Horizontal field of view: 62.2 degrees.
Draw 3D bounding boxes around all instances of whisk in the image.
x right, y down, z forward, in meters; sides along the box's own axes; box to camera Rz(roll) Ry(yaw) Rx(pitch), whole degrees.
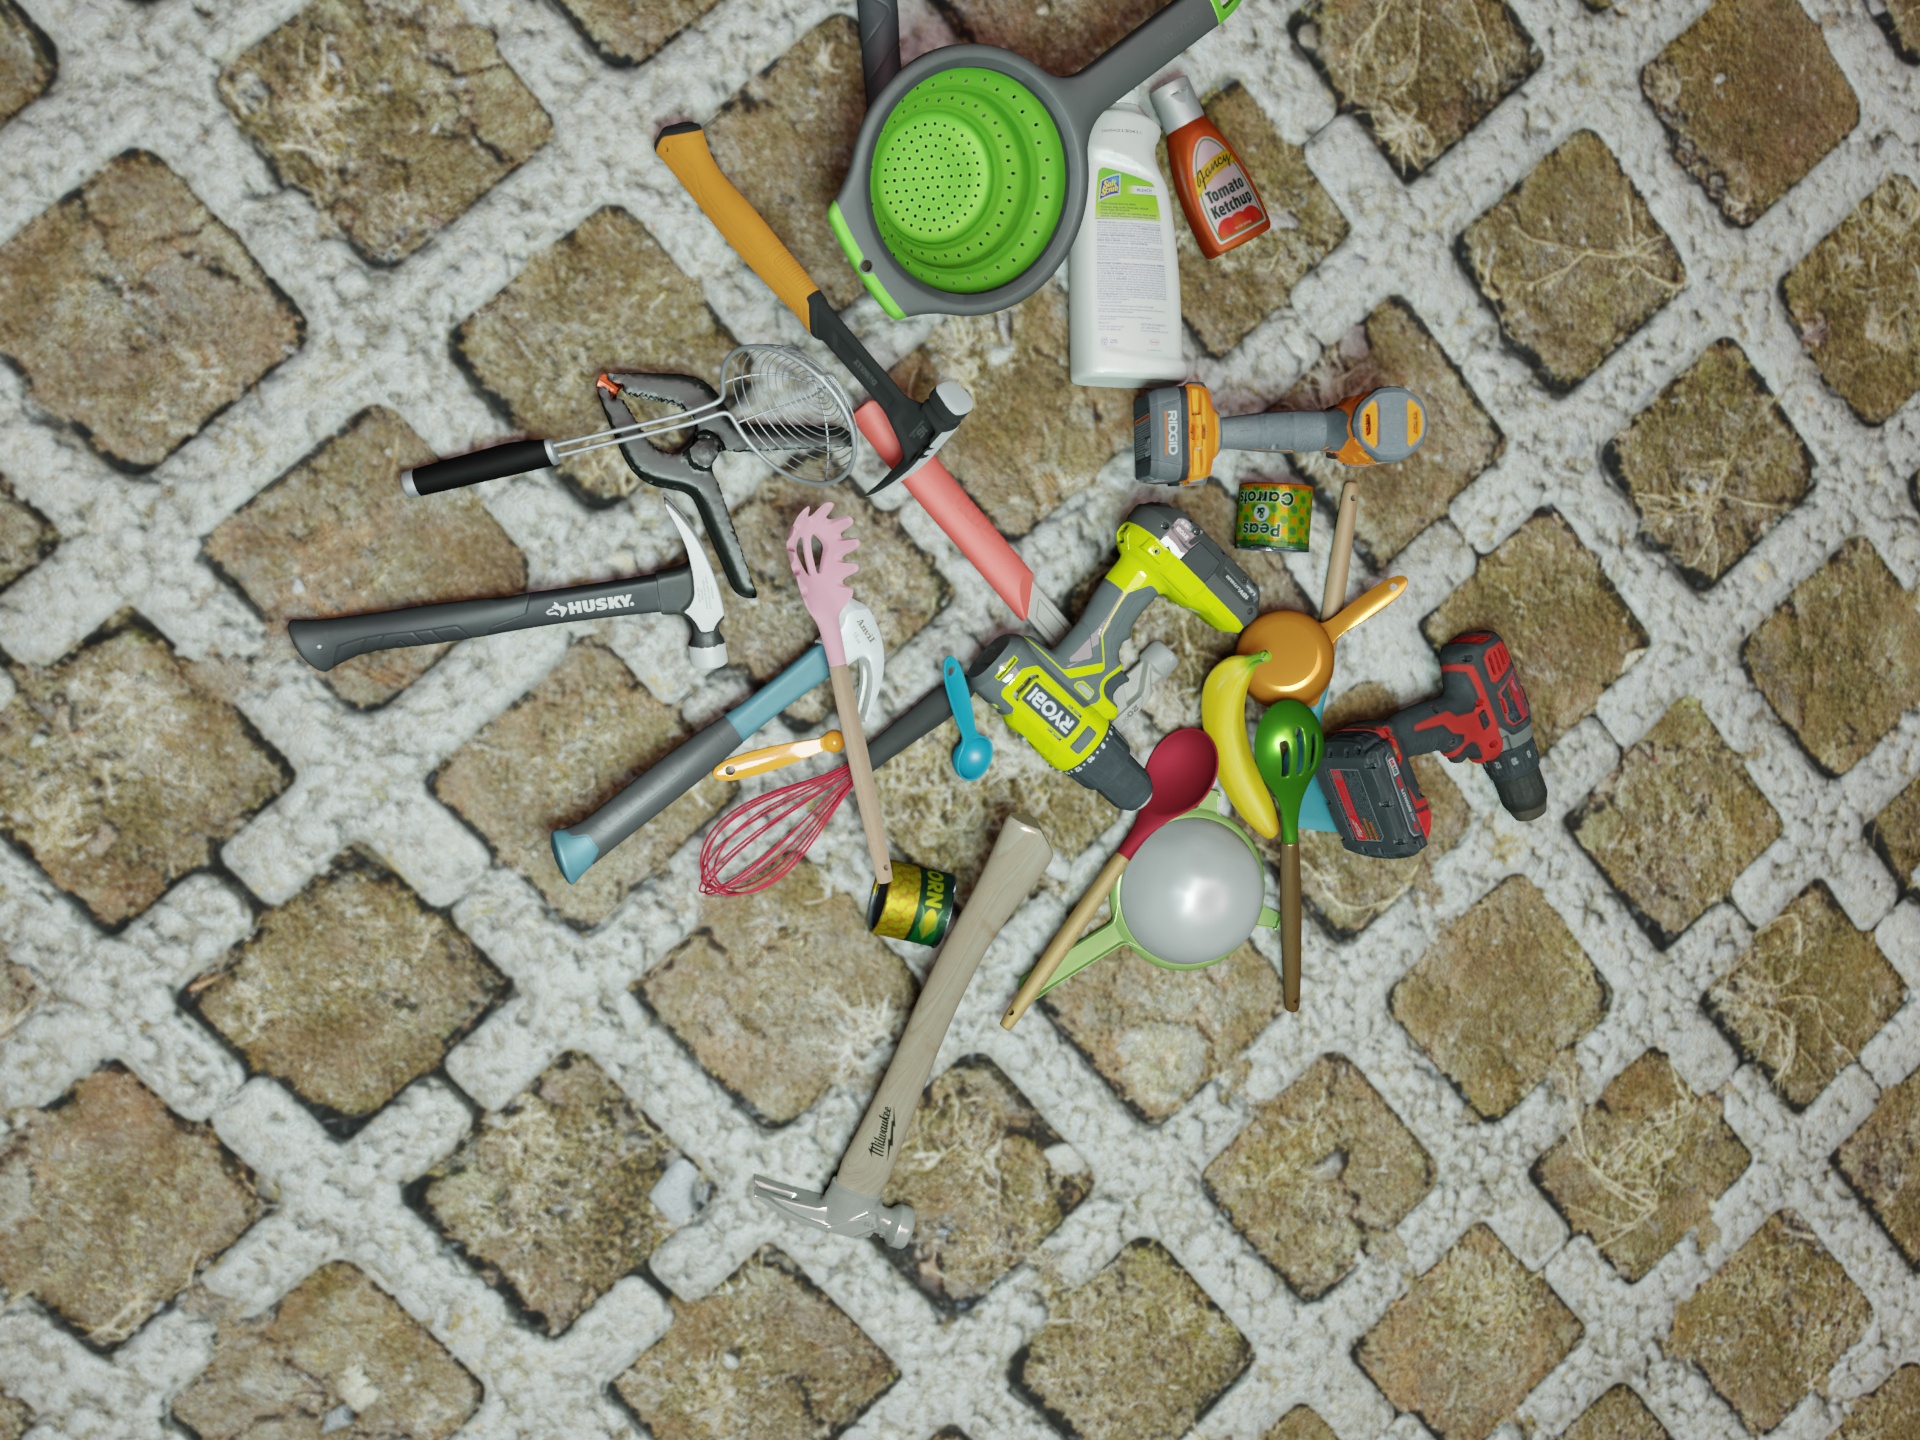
[{"bbox_3d":[-0.103,0.052,1.349,0.296,0.073,0.073,-38,103,-12],"label":"whisk"}]

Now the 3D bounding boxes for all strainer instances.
[{"bbox_3d":[0.169,0.183,1.418,0.256,0.069,0.151,-30,101,-11],"label":"strainer"}]

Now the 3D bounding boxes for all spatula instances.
[{"bbox_3d":[0.340,-0.059,1.449,0.082,0.044,0.317,7,93,-18],"label":"spatula"}]

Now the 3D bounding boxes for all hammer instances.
[{"bbox_3d":[-0.037,0.260,1.348,0.146,0.038,0.410,21,104,-14],"label":"hammer"},{"bbox_3d":[-0.360,-0.091,1.272,0.334,0.035,0.146,-9,115,-9],"label":"hammer"},{"bbox_3d":[-0.198,0.014,1.304,0.331,0.033,0.128,-39,111,-17],"label":"hammer"},{"bbox_3d":[-0.080,-0.675,1.293,0.149,0.036,0.409,-7,97,-12],"label":"hammer"},{"bbox_3d":[0.027,-0.128,1.372,0.149,0.037,0.359,-43,104,-6],"label":"hammer"},{"bbox_3d":[-0.133,-0.339,1.278,0.337,0.127,0.034,51,44,1],"label":"hammer"}]

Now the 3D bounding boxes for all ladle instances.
[{"bbox_3d":[0.130,0.142,1.407,0.315,0.069,0.031,-54,144,-7],"label":"ladle"}]

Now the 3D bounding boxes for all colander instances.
[{"bbox_3d":[0.057,-0.488,1.296,0.397,0.095,0.204,-39,121,-6],"label":"colander"}]

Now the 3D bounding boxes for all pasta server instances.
[{"bbox_3d":[-0.091,-0.019,1.302,0.060,0.040,0.316,-16,98,-31],"label":"pasta server"}]

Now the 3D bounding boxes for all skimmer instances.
[{"bbox_3d":[-0.260,-0.207,1.232,0.363,0.090,0.127,-13,132,2],"label":"skimmer"}]

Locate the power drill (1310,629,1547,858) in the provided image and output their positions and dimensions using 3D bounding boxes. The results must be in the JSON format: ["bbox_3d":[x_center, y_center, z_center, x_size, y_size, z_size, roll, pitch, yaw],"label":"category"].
[{"bbox_3d":[0.441,0.044,1.448,0.226,0.080,0.187,-30,104,-27],"label":"power drill"}]

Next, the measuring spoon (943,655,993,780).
[{"bbox_3d":[-0.002,-0.004,1.362,0.042,0.021,0.128,-36,130,-28],"label":"measuring spoon"}]

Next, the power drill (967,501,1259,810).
[{"bbox_3d":[0.144,-0.052,1.352,0.190,0.080,0.228,42,88,-16],"label":"power drill"}]

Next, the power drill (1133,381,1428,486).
[{"bbox_3d":[0.266,-0.246,1.368,0.226,0.164,0.084,-2,96,-1],"label":"power drill"}]

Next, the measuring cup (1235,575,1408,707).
[{"bbox_3d":[0.322,-0.079,1.407,0.173,0.052,0.095,-35,77,9],"label":"measuring cup"}]

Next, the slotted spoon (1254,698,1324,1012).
[{"bbox_3d":[0.297,0.129,1.424,0.070,0.031,0.313,-15,116,-19],"label":"slotted spoon"}]

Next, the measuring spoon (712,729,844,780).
[{"bbox_3d":[-0.154,0.031,1.356,0.117,0.011,0.021,-15,99,-12],"label":"measuring spoon"}]
